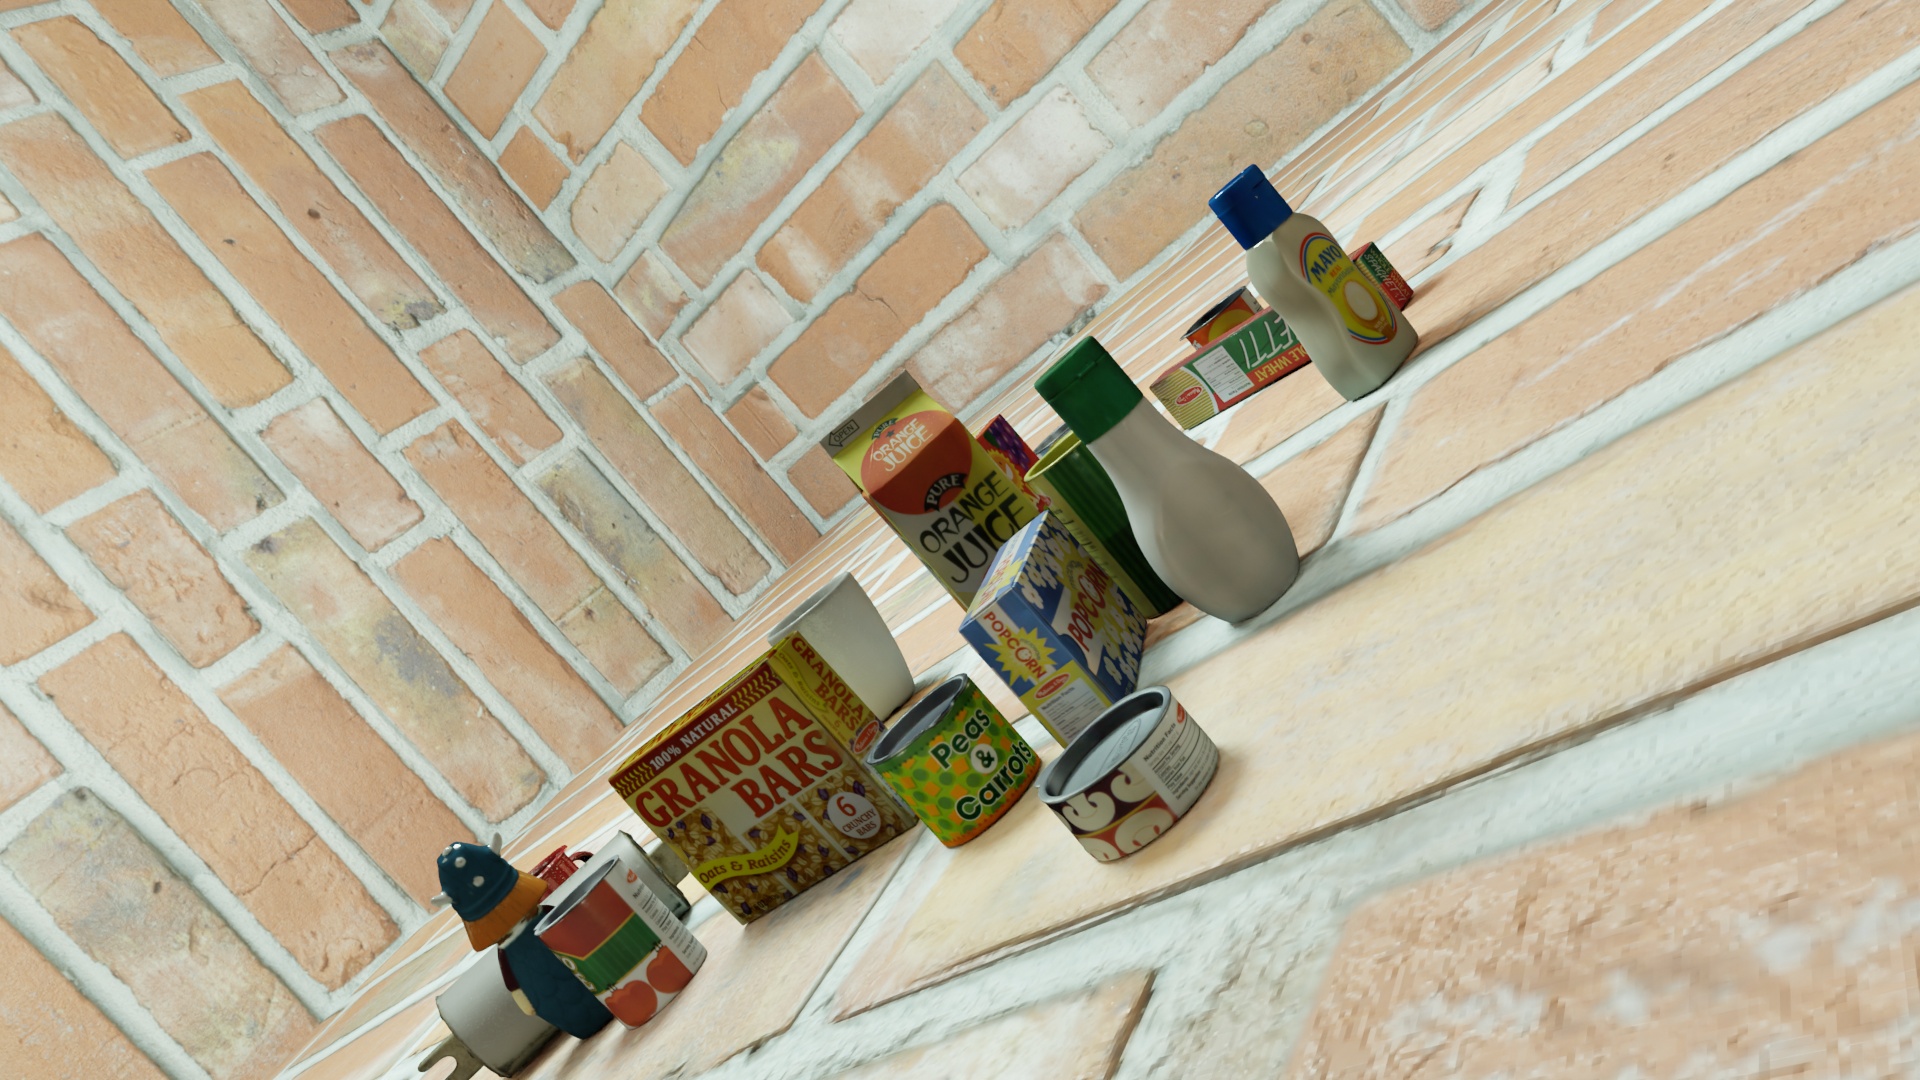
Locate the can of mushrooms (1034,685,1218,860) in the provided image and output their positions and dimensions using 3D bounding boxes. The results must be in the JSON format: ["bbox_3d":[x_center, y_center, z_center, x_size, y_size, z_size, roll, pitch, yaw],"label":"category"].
[{"bbox_3d":[0.064,0.091,0.542,0.071,0.033,0.071,-41,7,6],"label":"can of mushrooms"}]

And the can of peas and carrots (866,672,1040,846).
[{"bbox_3d":[-0.002,0.109,0.689,0.071,0.058,0.071,-41,7,6],"label":"can of peas and carrots"}]

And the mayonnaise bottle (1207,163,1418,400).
[{"bbox_3d":[0.208,-0.157,0.831,0.065,0.148,0.041,-45,7,-31],"label":"mayonnaise bottle"}]

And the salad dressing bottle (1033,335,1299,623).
[{"bbox_3d":[0.095,-0.029,0.648,0.064,0.147,0.044,-42,6,-9],"label":"salad dressing bottle"}]

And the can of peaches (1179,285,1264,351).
[{"bbox_3d":[0.231,-0.171,1.178,0.071,0.058,0.071,-41,7,6],"label":"can of peaches"}]

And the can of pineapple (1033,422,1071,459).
[{"bbox_3d":[0.108,-0.079,1.274,0.071,0.058,0.071,-41,7,6],"label":"can of pineapple"}]

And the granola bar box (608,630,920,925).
[{"bbox_3d":[-0.113,0.143,0.810,0.165,0.124,0.039,-37,8,33],"label":"granola bar box"}]

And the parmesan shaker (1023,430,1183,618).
[{"bbox_3d":[0.093,-0.017,0.770,0.071,0.103,0.071,-41,7,6],"label":"parmesan shaker"}]

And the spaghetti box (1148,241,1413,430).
[{"bbox_3d":[0.234,-0.148,1.047,0.029,0.050,0.249,-45,8,-31],"label":"spaghetti box"}]

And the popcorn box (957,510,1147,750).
[{"bbox_3d":[0.050,0.043,0.704,0.038,0.085,0.127,-39,7,20],"label":"popcorn box"}]

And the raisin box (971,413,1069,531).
[{"bbox_3d":[0.044,-0.023,0.999,0.040,0.123,0.086,-38,7,30],"label":"raisin box"}]

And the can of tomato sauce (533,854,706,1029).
[{"bbox_3d":[-0.209,0.248,0.854,0.071,0.083,0.071,-41,7,6],"label":"can of tomato sauce"}]

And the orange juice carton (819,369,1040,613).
[{"bbox_3d":[0.003,-0.011,0.852,0.072,0.192,0.073,-42,6,-4],"label":"orange juice carton"}]
